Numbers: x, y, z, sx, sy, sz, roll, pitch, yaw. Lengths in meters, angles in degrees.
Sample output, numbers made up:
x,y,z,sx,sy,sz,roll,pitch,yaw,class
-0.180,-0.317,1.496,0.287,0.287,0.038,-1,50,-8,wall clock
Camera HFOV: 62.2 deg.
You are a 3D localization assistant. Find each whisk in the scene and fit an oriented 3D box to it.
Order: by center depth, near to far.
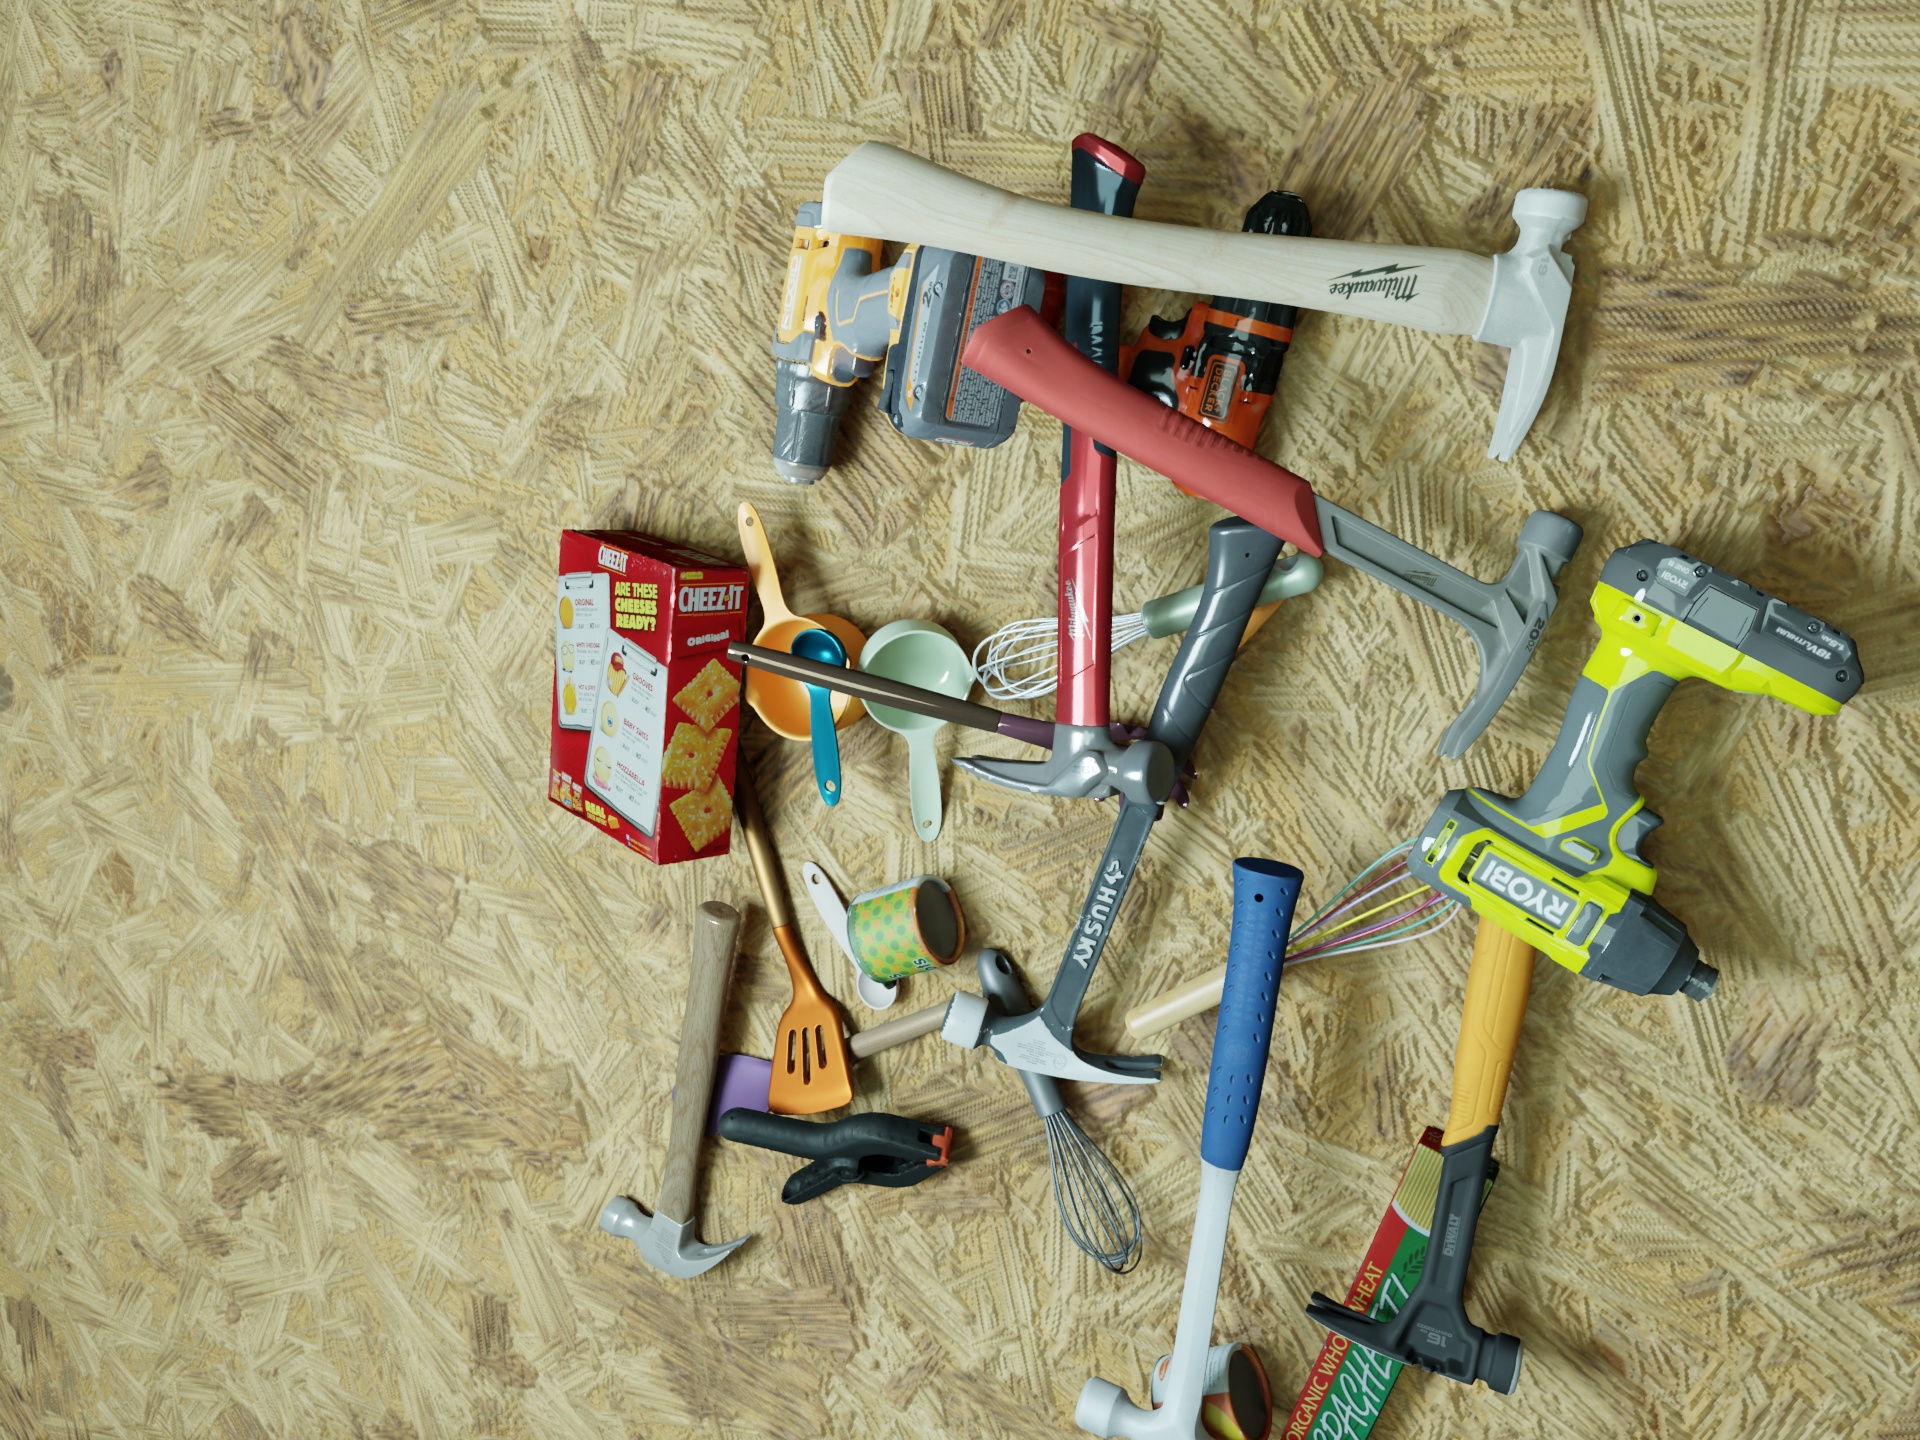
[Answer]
x,y,z,sx,sy,sz,roll,pitch,yaw,class
0.207,0.139,0.980,0.245,0.047,0.051,-30,105,20,whisk
0.114,-0.060,1.011,0.246,0.058,0.059,-17,126,30,whisk
0.066,0.268,1.101,0.055,0.055,0.239,-28,81,29,whisk

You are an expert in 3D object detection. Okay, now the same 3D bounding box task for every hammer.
x,y,z,sx,sy,sz,roll,pitch,yaw,class
0.128,-0.244,0.874,0.410,0.038,0.146,8,103,-2,hammer
0.161,-0.122,0.892,0.359,0.037,0.149,27,93,-2,hammer
0.300,0.223,0.949,0.127,0.034,0.337,12,97,22,hammer
0.064,-0.148,0.953,0.143,0.038,0.386,5,97,36,hammer
0.166,0.284,0.982,0.144,0.035,0.405,13,104,26,hammer
0.117,0.060,1.001,0.149,0.036,0.408,20,113,1,hammer
-0.206,0.292,1.236,0.130,0.031,0.331,22,113,24,hammer

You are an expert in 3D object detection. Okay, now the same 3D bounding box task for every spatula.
x,y,z,sx,sy,sz,roll,pitch,yaw,class
-0.145,0.132,1.186,0.081,0.041,0.322,-15,91,30,spatula
-0.105,0.254,1.200,0.316,0.018,0.060,-25,88,30,spatula

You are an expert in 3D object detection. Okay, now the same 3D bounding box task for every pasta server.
x,y,z,sx,sy,sz,roll,pitch,yaw,class
-0.002,-0.003,1.036,0.316,0.040,0.060,15,113,3,pasta server

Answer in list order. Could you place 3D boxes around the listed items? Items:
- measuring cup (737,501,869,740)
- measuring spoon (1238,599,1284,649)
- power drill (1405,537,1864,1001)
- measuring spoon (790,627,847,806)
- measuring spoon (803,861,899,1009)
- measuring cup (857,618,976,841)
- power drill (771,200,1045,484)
x,y,z,sx,sy,sz,roll,pitch,yaw,class
-0.115,-0.073,1.127,0.095,0.052,0.173,-18,89,29,measuring cup
0.179,-0.060,1.001,0.117,0.011,0.021,-45,70,30,measuring spoon
0.372,0.030,0.860,0.171,0.080,0.223,31,105,15,power drill
-0.090,-0.003,1.090,0.042,0.021,0.128,6,112,26,measuring spoon
-0.080,0.156,1.175,0.034,0.018,0.124,-39,74,27,measuring spoon
-0.030,0.006,1.104,0.083,0.038,0.167,-9,120,-8,measuring cup
-0.052,-0.227,1.010,0.226,0.084,0.185,30,113,51,power drill
